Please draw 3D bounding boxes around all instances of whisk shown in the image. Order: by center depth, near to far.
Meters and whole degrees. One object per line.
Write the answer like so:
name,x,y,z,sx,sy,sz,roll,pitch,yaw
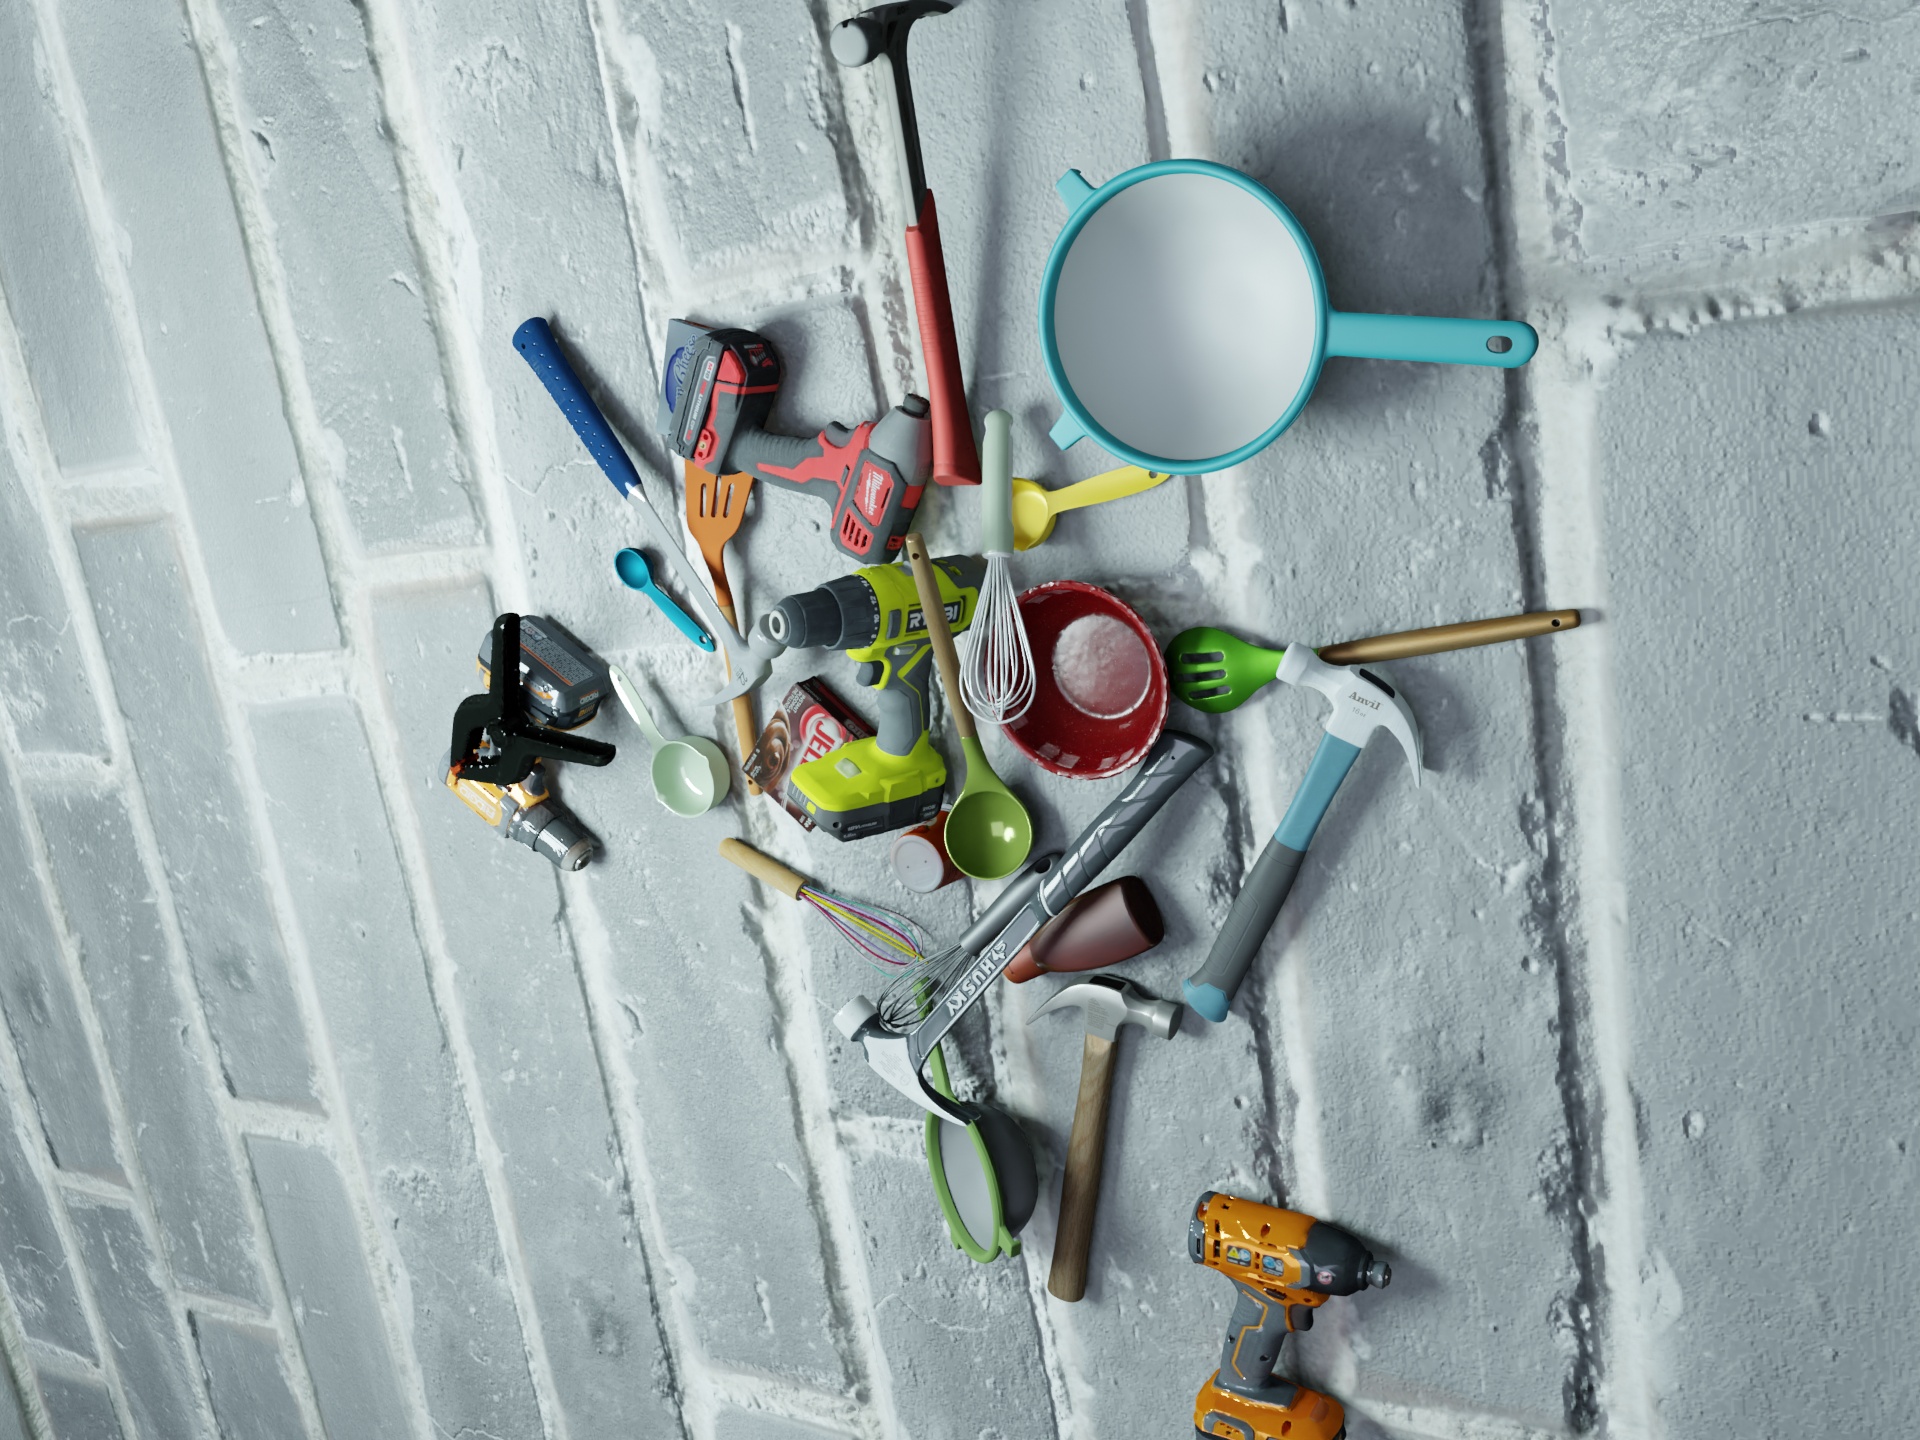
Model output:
whisk,0.030,-0.120,1.231,0.059,0.058,0.246,0,86,5
whisk,0.009,0.197,1.381,0.055,0.055,0.239,47,110,9
whisk,-0.129,0.170,1.478,0.245,0.047,0.051,26,105,26

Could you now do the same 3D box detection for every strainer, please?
strainer,0.224,-0.274,1.090,0.340,0.095,0.211,11,114,25
strainer,0.015,0.354,1.442,0.151,0.069,0.256,143,115,-65

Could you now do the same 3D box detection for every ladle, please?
ladle,-0.002,-0.004,1.276,0.078,0.062,0.319,-4,126,16

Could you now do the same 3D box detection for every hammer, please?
hammer,-0.022,-0.354,1.216,0.037,0.149,0.358,3,119,26
hammer,0.247,0.103,1.223,0.128,0.033,0.330,25,121,8
hammer,0.064,0.164,1.304,0.149,0.036,0.409,45,110,15
hammer,0.109,0.373,1.404,0.130,0.031,0.331,17,114,25
hammer,-0.289,-0.192,1.429,0.406,0.035,0.144,55,140,12

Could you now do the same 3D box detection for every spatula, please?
spatula,-0.204,-0.085,1.450,0.081,0.041,0.322,4,112,28

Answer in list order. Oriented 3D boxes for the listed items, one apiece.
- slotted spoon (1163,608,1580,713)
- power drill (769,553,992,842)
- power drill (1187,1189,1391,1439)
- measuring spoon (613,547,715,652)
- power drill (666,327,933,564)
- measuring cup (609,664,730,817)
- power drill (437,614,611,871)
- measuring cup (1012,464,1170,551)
slotted spoon,0.288,-0.052,1.164,0.314,0.031,0.070,-8,103,31
power drill,-0.075,-0.020,1.297,0.080,0.190,0.228,38,130,41
power drill,0.273,0.515,1.326,0.164,0.084,0.226,6,105,29
measuring spoon,-0.271,-0.114,1.486,0.128,0.021,0.042,45,133,0
power drill,-0.125,-0.236,1.320,0.220,0.078,0.143,30,115,16
measuring cup,-0.279,0.014,1.517,0.083,0.038,0.167,-37,83,34
power drill,-0.421,0.032,1.584,0.185,0.084,0.226,37,125,13
measuring cup,0.093,-0.174,1.245,0.156,0.029,0.062,-14,86,21
